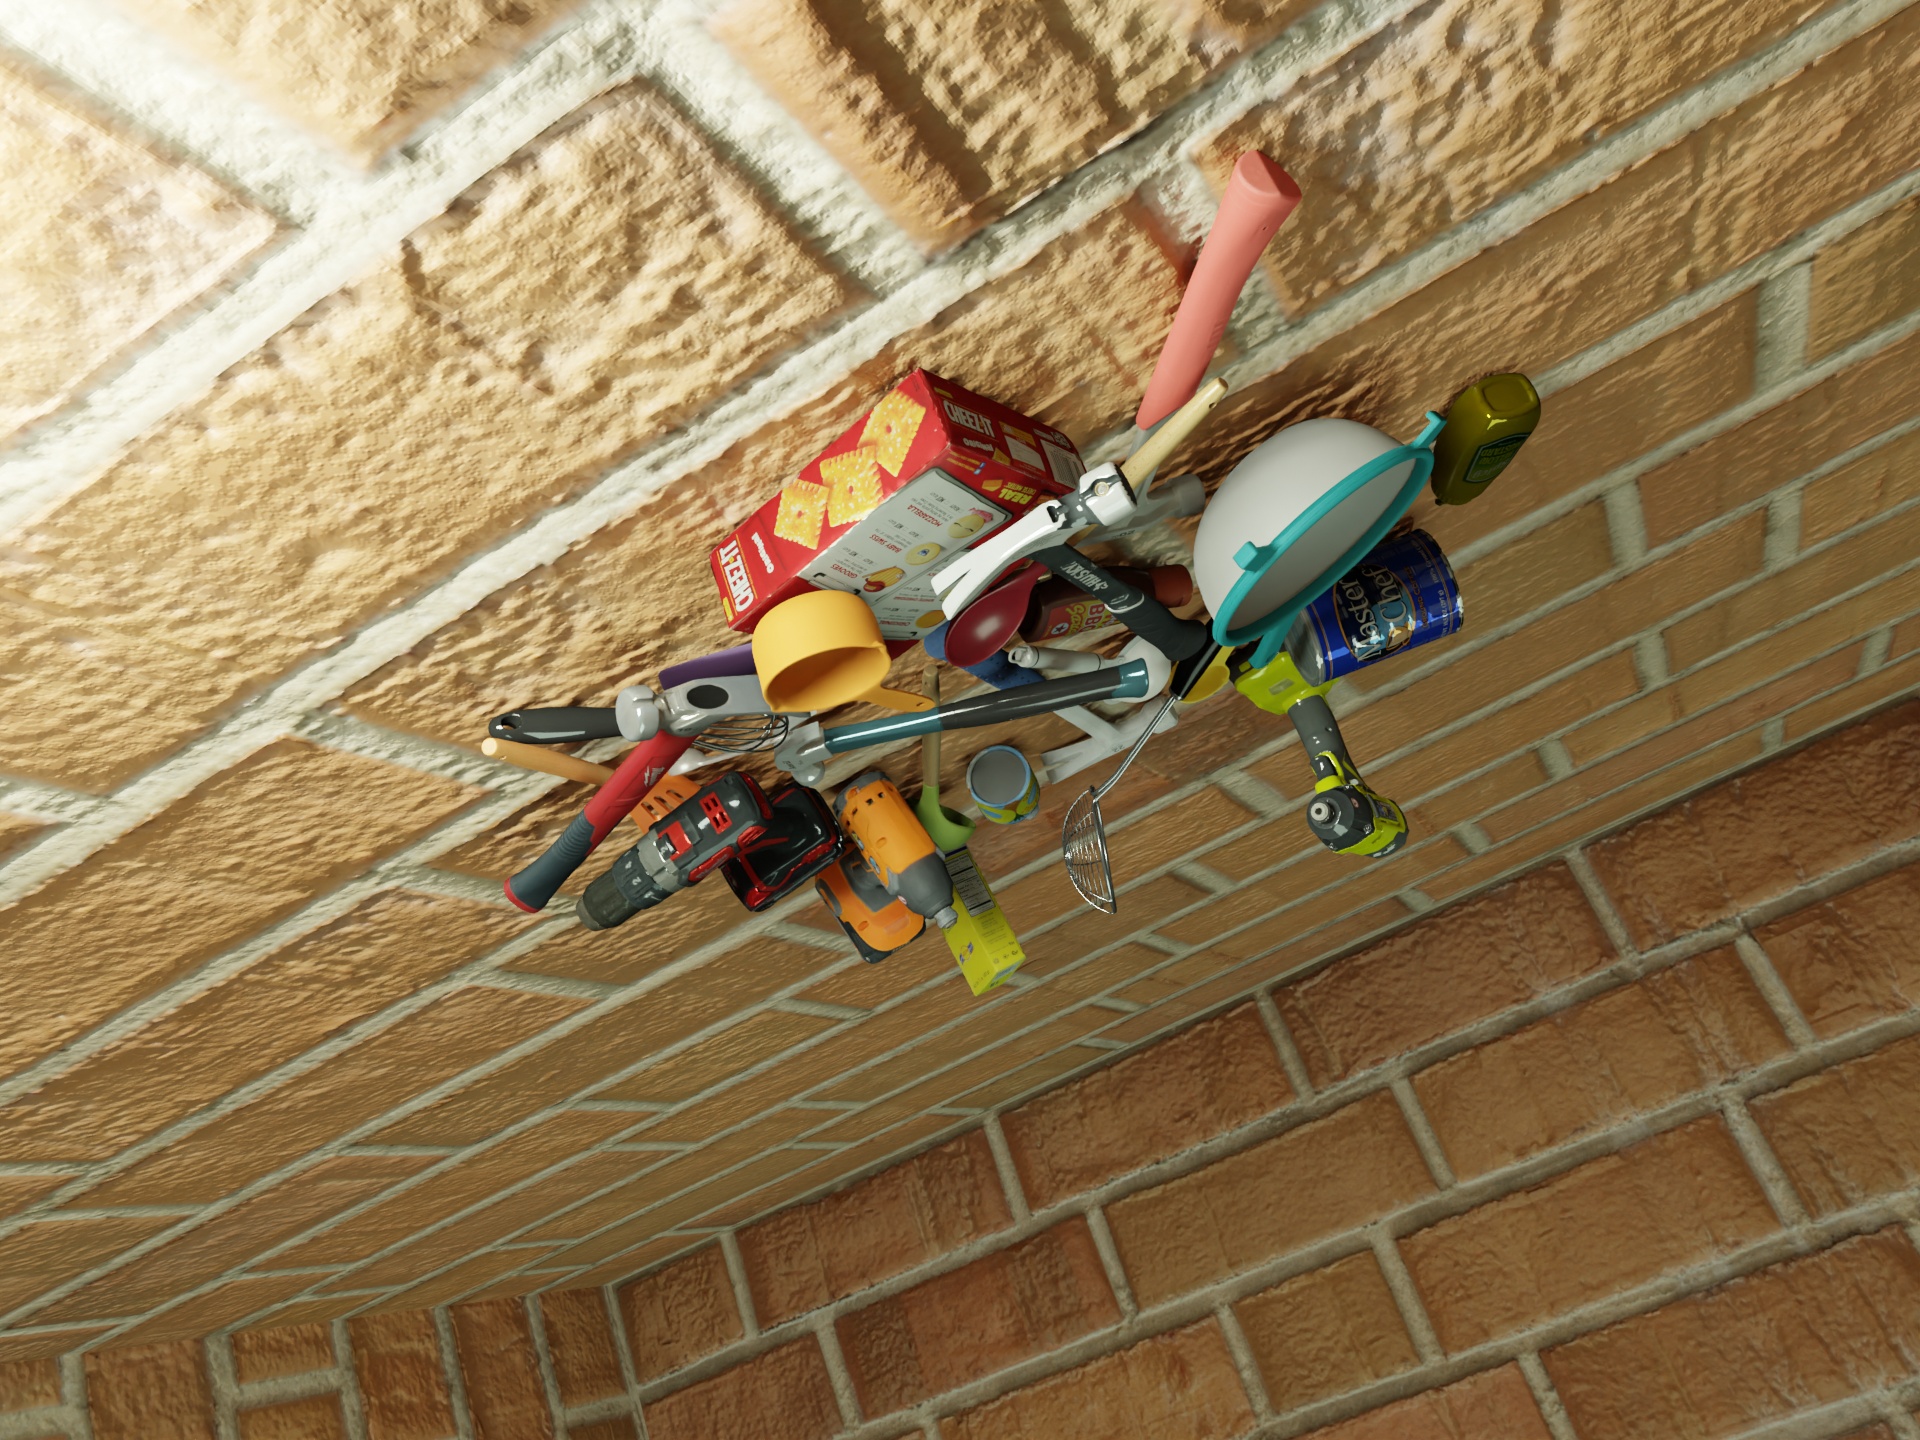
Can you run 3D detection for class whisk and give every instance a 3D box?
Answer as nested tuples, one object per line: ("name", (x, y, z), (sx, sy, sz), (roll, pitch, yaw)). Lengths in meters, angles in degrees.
("whisk", (-0.243, 0.003, 1.229), (0.239, 0.055, 0.055), (-2, 151, -28))

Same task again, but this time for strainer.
("strainer", (0.249, -0.138, 1.272), (0.211, 0.095, 0.340), (-36, 164, -12))
("strainer", (0.123, -0.047, 1.407), (0.258, 0.050, 0.087), (3, 122, -50))

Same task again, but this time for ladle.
("ladle", (0.084, -0.137, 1.138), (0.069, 0.031, 0.315), (-3, 150, -42))
("ladle", (-0.022, 0.034, 1.495), (0.078, 0.062, 0.319), (22, 150, 13))

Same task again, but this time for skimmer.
("skimmer", (0.199, 0.030, 1.519), (0.090, 0.127, 0.363), (24, 119, -15))

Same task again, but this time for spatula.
("spatula", (-0.288, 0.051, 1.274), (0.081, 0.041, 0.322), (-25, 165, 10))
("spatula", (-0.079, -0.073, 1.238), (0.316, 0.018, 0.059), (-17, 160, -7))

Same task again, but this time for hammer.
("hammer", (0.071, -0.020, 1.459), (0.144, 0.035, 0.405), (-29, 156, 18))
("hammer", (-0.002, -0.004, 1.356), (0.331, 0.033, 0.128), (-12, 160, 8))
("hammer", (0.113, -0.091, 1.191), (0.149, 0.036, 0.408), (-28, 163, 16))
("hammer", (0.137, -0.229, 1.056), (0.149, 0.037, 0.358), (-14, 157, -16))
("hammer", (-0.261, 0.066, 1.249), (0.143, 0.038, 0.386), (-6, 158, -37))

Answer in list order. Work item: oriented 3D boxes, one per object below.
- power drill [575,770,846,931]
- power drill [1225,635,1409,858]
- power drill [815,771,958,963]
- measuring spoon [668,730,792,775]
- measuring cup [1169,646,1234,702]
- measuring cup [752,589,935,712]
("power drill", (-0.215, 0.121, 1.388), (0.188, 0.080, 0.226), (-36, 165, 11))
("power drill", (0.347, 0.024, 1.551), (0.080, 0.223, 0.171), (-33, 154, 25))
("power drill", (-0.070, 0.162, 1.579), (0.084, 0.164, 0.226), (-30, 164, -23))
("measuring spoon", (-0.192, 0.021, 1.316), (0.124, 0.018, 0.034), (-17, -169, 25))
("measuring cup", (0.245, -0.078, 1.510), (0.062, 0.029, 0.156), (-7, 141, -30))
("measuring cup", (-0.073, -0.042, 1.092), (0.095, 0.052, 0.173), (-30, 157, 24))
